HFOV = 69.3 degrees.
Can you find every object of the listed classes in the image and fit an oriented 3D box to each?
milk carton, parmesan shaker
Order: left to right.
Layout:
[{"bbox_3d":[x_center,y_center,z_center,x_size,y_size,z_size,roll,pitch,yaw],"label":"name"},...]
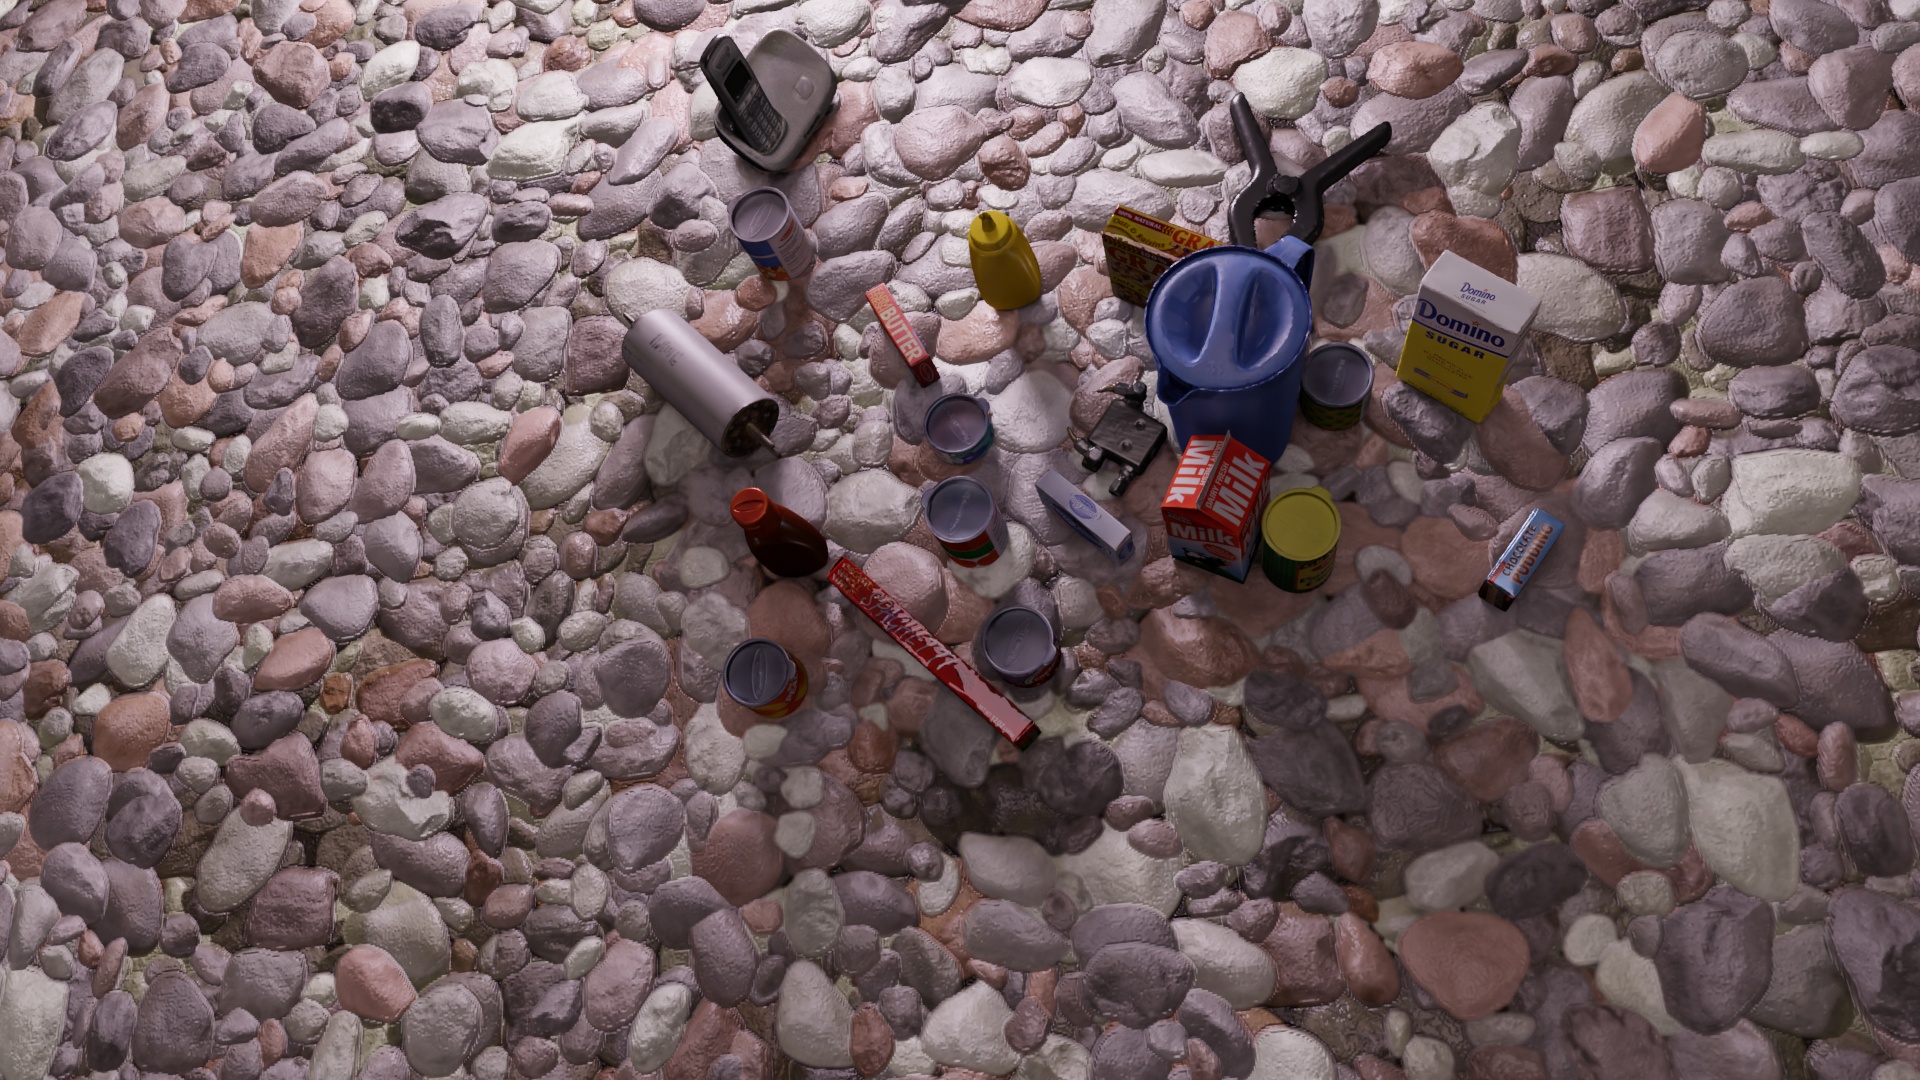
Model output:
[{"bbox_3d":[0.224,-0.031,1.211,0.073,0.190,0.072,21,77,18],"label":"milk carton"},{"bbox_3d":[0.302,0.000,1.231,0.071,0.103,0.071,-4,70,11],"label":"parmesan shaker"}]

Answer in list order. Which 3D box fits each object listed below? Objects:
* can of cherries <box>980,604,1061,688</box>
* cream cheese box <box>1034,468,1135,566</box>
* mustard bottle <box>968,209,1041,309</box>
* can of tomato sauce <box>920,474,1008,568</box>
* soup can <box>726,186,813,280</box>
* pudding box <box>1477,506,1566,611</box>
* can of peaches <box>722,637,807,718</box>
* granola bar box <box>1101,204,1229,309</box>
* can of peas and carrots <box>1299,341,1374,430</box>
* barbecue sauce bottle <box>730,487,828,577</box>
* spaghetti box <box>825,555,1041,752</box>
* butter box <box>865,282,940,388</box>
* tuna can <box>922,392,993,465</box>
[{"bbox_3d":[0.058,0.099,1.271,0.071,0.058,0.071,-4,70,11],"label":"can of cherries"},{"bbox_3d":[0.118,-0.022,1.304,0.104,0.053,0.024,41,84,21],"label":"cream cheese box"},{"bbox_3d":[0.039,-0.281,1.356,0.065,0.160,0.049,-13,69,8],"label":"mustard bottle"},{"bbox_3d":[0.005,-0.016,1.311,0.071,0.083,0.071,-4,70,11],"label":"can of tomato sauce"},{"bbox_3d":[-0.201,-0.323,1.464,0.071,0.083,0.071,-4,70,11],"label":"soup can"},{"bbox_3d":[0.490,0.017,1.213,0.030,0.049,0.084,35,81,21],"label":"pudding box"},{"bbox_3d":[-0.181,0.131,1.312,0.071,0.058,0.071,-4,70,11],"label":"can of peaches"},{"bbox_3d":[0.221,-0.248,1.325,0.166,0.124,0.039,26,78,19],"label":"granola bar box"},{"bbox_3d":[0.348,-0.143,1.296,0.071,0.058,0.071,-4,70,11],"label":"can of peas and carrots"},{"bbox_3d":[-0.174,-0.007,1.310,0.065,0.148,0.044,-9,70,9],"label":"barbecue sauce bottle"},{"bbox_3d":[-0.028,0.104,1.293,0.250,0.050,0.029,40,83,21],"label":"spaghetti box"},{"bbox_3d":[-0.059,-0.208,1.409,0.024,0.053,0.104,-31,68,0],"label":"butter box"},{"bbox_3d":[0.001,-0.111,1.373,0.071,0.032,0.071,-4,70,11],"label":"tuna can"}]
